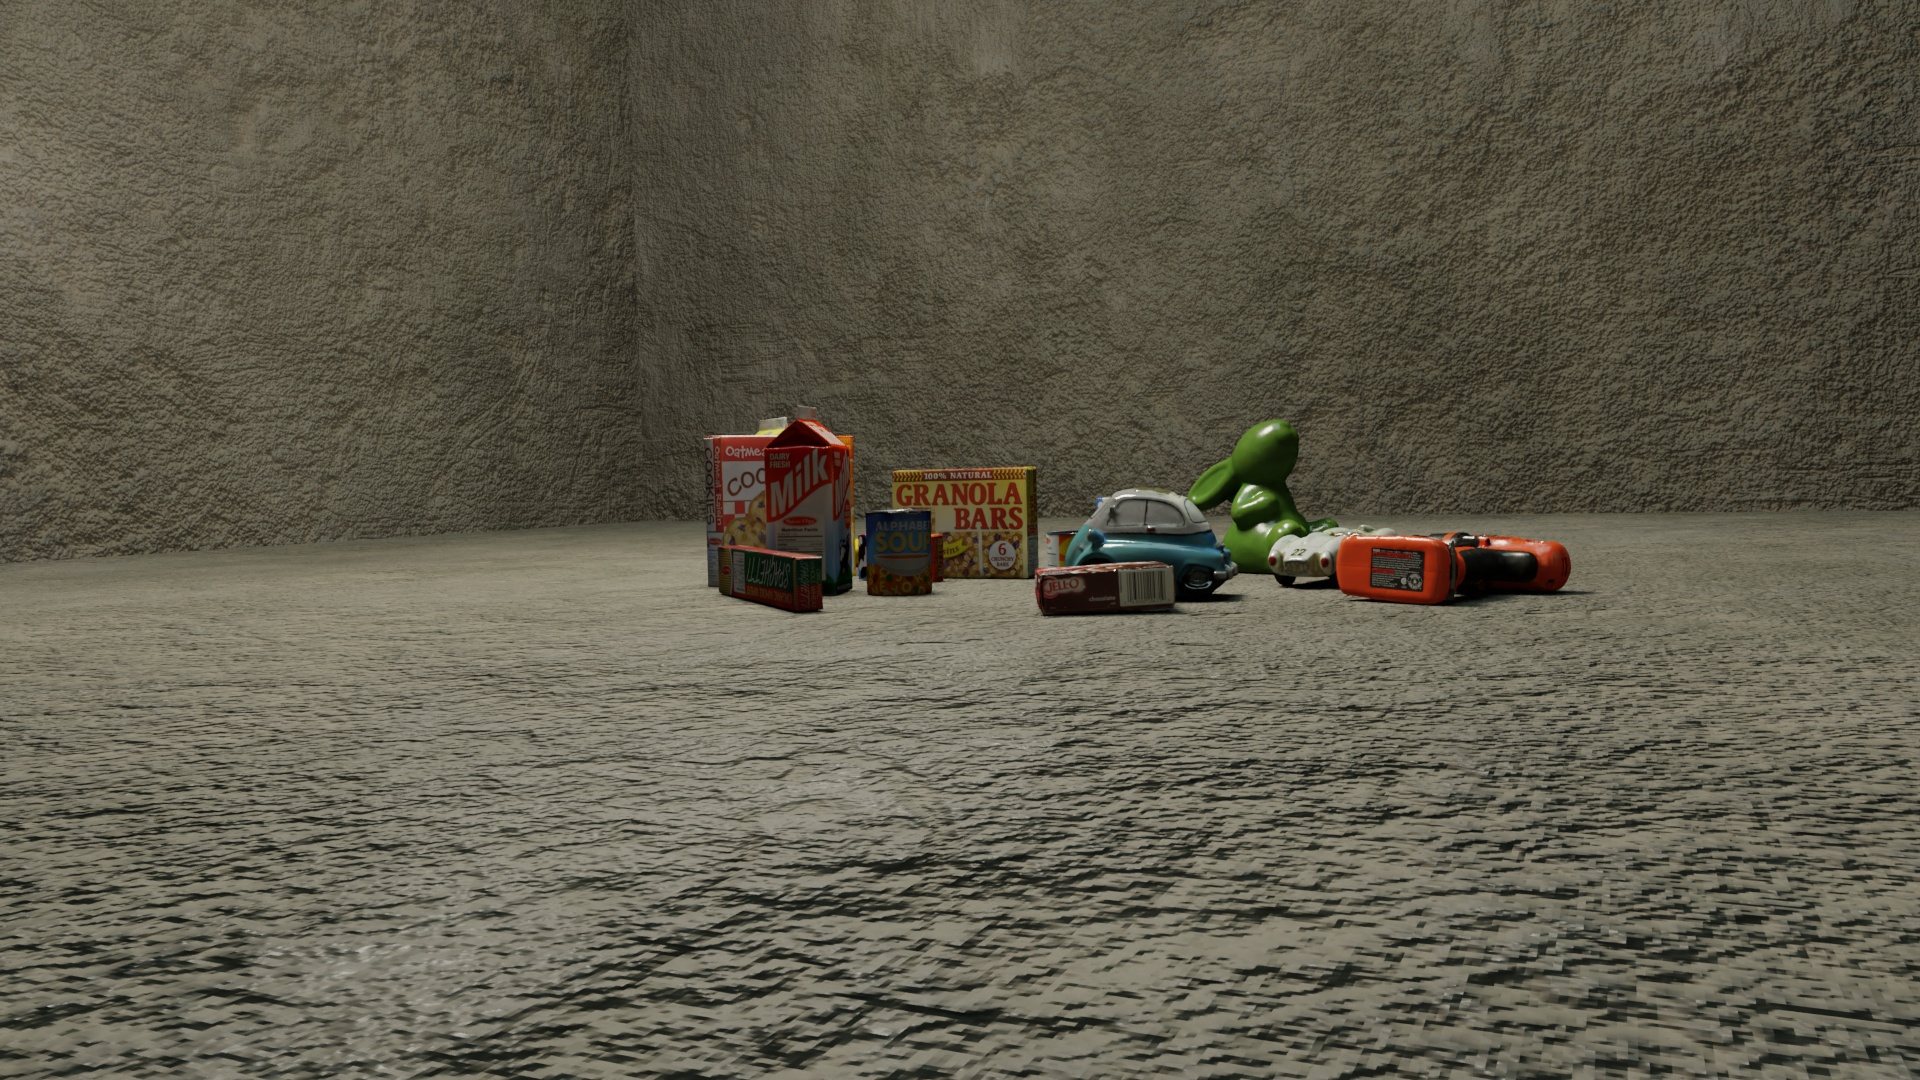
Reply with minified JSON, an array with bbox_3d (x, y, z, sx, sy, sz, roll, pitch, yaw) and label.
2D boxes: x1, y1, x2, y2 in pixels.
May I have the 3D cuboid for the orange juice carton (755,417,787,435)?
[{"bbox_3d":[-0.231,-0.056,1.731,0.073,0.192,0.072,-3,3,-35],"label":"orange juice carton"}]

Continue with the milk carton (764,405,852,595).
[{"bbox_3d":[-0.154,-0.041,1.412,0.073,0.190,0.072,-1,2,9],"label":"milk carton"}]

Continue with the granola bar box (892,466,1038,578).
[{"bbox_3d":[0.006,-0.020,1.573,0.165,0.124,0.039,0,2,24],"label":"granola bar box"}]

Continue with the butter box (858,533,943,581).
[{"bbox_3d":[-0.066,0.019,1.547,0.103,0.053,0.024,0,3,32],"label":"butter box"}]

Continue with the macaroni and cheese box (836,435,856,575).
[{"bbox_3d":[-0.152,-0.043,1.692,0.040,0.166,0.124,-2,2,-8],"label":"macaroni and cheese box"}]

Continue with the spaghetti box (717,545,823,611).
[{"bbox_3d":[-0.185,0.034,1.326,0.029,0.050,0.250,-2,3,-25],"label":"spaghetti box"}]

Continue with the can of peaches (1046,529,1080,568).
[{"bbox_3d":[0.122,0.019,1.397,0.071,0.058,0.071,-1,3,0],"label":"can of peaches"}]

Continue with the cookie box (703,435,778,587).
[{"bbox_3d":[-0.225,-0.035,1.557,0.123,0.167,0.040,-4,3,-42],"label":"cookie box"}]

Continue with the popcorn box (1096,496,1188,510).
[{"bbox_3d":[0.223,-0.010,1.667,0.038,0.085,0.126,-4,3,-44],"label":"popcorn box"}]

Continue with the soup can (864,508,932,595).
[{"bbox_3d":[-0.061,0.011,1.383,0.071,0.083,0.071,-1,2,0],"label":"soup can"}]
